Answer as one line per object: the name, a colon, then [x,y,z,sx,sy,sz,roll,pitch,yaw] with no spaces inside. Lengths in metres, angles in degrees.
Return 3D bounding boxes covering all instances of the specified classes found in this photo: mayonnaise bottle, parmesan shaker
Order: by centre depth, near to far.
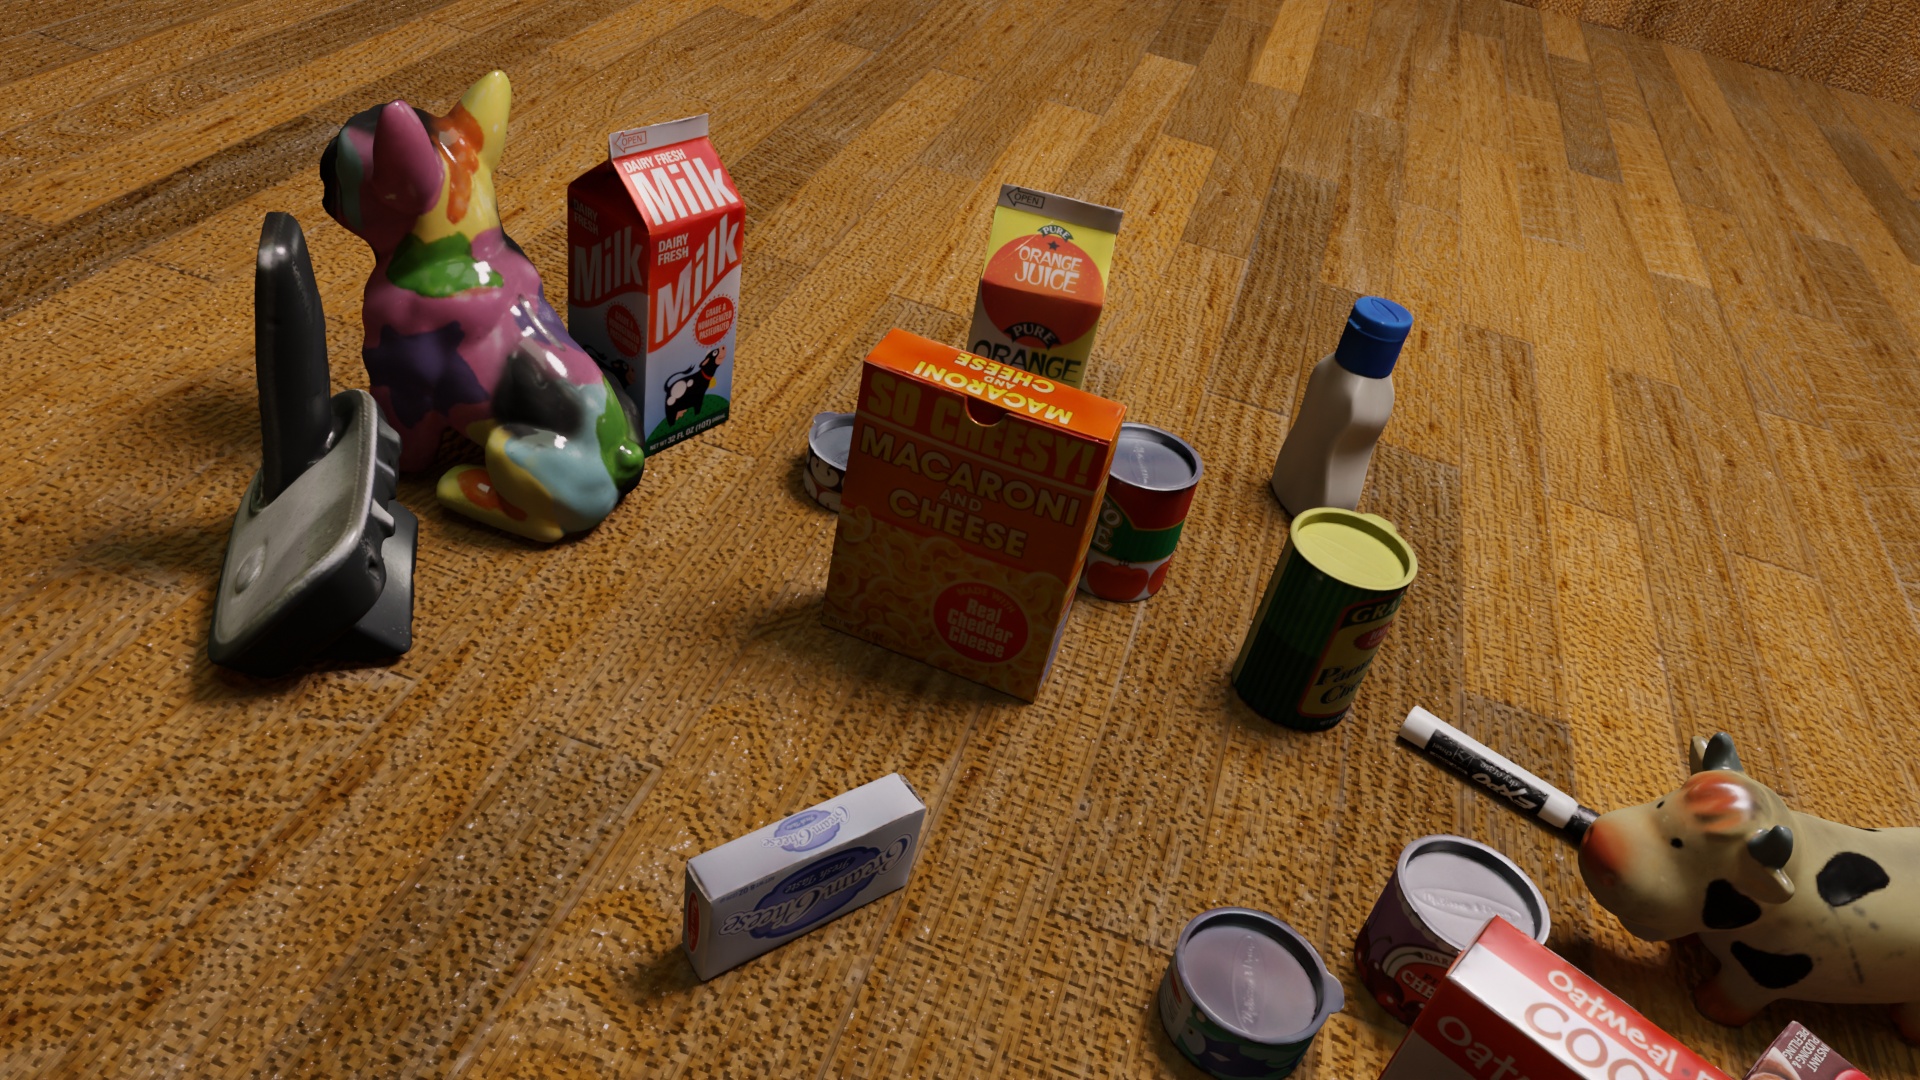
parmesan shaker: [0.193,0.042,0.738,0.071,0.102,0.072,8,37,-6]
mayonnaise bottle: [0.241,-0.080,0.874,0.041,0.147,0.065,-4,40,-21]

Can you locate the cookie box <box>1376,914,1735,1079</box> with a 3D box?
cookie box: [0.188,0.219,0.452,0.123,0.166,0.040,35,42,27]

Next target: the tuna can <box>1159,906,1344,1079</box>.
tuna can: [0.121,0.190,0.581,0.071,0.032,0.071,8,37,-6]

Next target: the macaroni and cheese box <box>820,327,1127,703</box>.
macaroni and cheese box: [0.002,-0.009,0.695,0.124,0.165,0.040,20,37,9]

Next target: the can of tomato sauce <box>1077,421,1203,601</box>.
can of tomato sauce: [0.095,-0.016,0.801,0.071,0.082,0.071,8,37,-6]

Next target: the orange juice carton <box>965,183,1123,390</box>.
orange juice carton: [0.040,-0.116,0.824,0.072,0.191,0.073,12,37,0]

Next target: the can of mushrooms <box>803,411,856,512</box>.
can of mushrooms: [-0.062,-0.047,0.837,0.071,0.033,0.071,8,37,-6]

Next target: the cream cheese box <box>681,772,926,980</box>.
cream cheese box: [-0.065,0.138,0.577,0.104,0.053,0.024,-18,46,-34]

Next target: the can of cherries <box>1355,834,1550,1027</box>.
can of cherries: [0.213,0.175,0.607,0.071,0.058,0.072,8,37,-6]

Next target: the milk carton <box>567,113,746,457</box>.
milk carton: [-0.179,-0.152,0.809,0.073,0.189,0.073,33,41,25]
